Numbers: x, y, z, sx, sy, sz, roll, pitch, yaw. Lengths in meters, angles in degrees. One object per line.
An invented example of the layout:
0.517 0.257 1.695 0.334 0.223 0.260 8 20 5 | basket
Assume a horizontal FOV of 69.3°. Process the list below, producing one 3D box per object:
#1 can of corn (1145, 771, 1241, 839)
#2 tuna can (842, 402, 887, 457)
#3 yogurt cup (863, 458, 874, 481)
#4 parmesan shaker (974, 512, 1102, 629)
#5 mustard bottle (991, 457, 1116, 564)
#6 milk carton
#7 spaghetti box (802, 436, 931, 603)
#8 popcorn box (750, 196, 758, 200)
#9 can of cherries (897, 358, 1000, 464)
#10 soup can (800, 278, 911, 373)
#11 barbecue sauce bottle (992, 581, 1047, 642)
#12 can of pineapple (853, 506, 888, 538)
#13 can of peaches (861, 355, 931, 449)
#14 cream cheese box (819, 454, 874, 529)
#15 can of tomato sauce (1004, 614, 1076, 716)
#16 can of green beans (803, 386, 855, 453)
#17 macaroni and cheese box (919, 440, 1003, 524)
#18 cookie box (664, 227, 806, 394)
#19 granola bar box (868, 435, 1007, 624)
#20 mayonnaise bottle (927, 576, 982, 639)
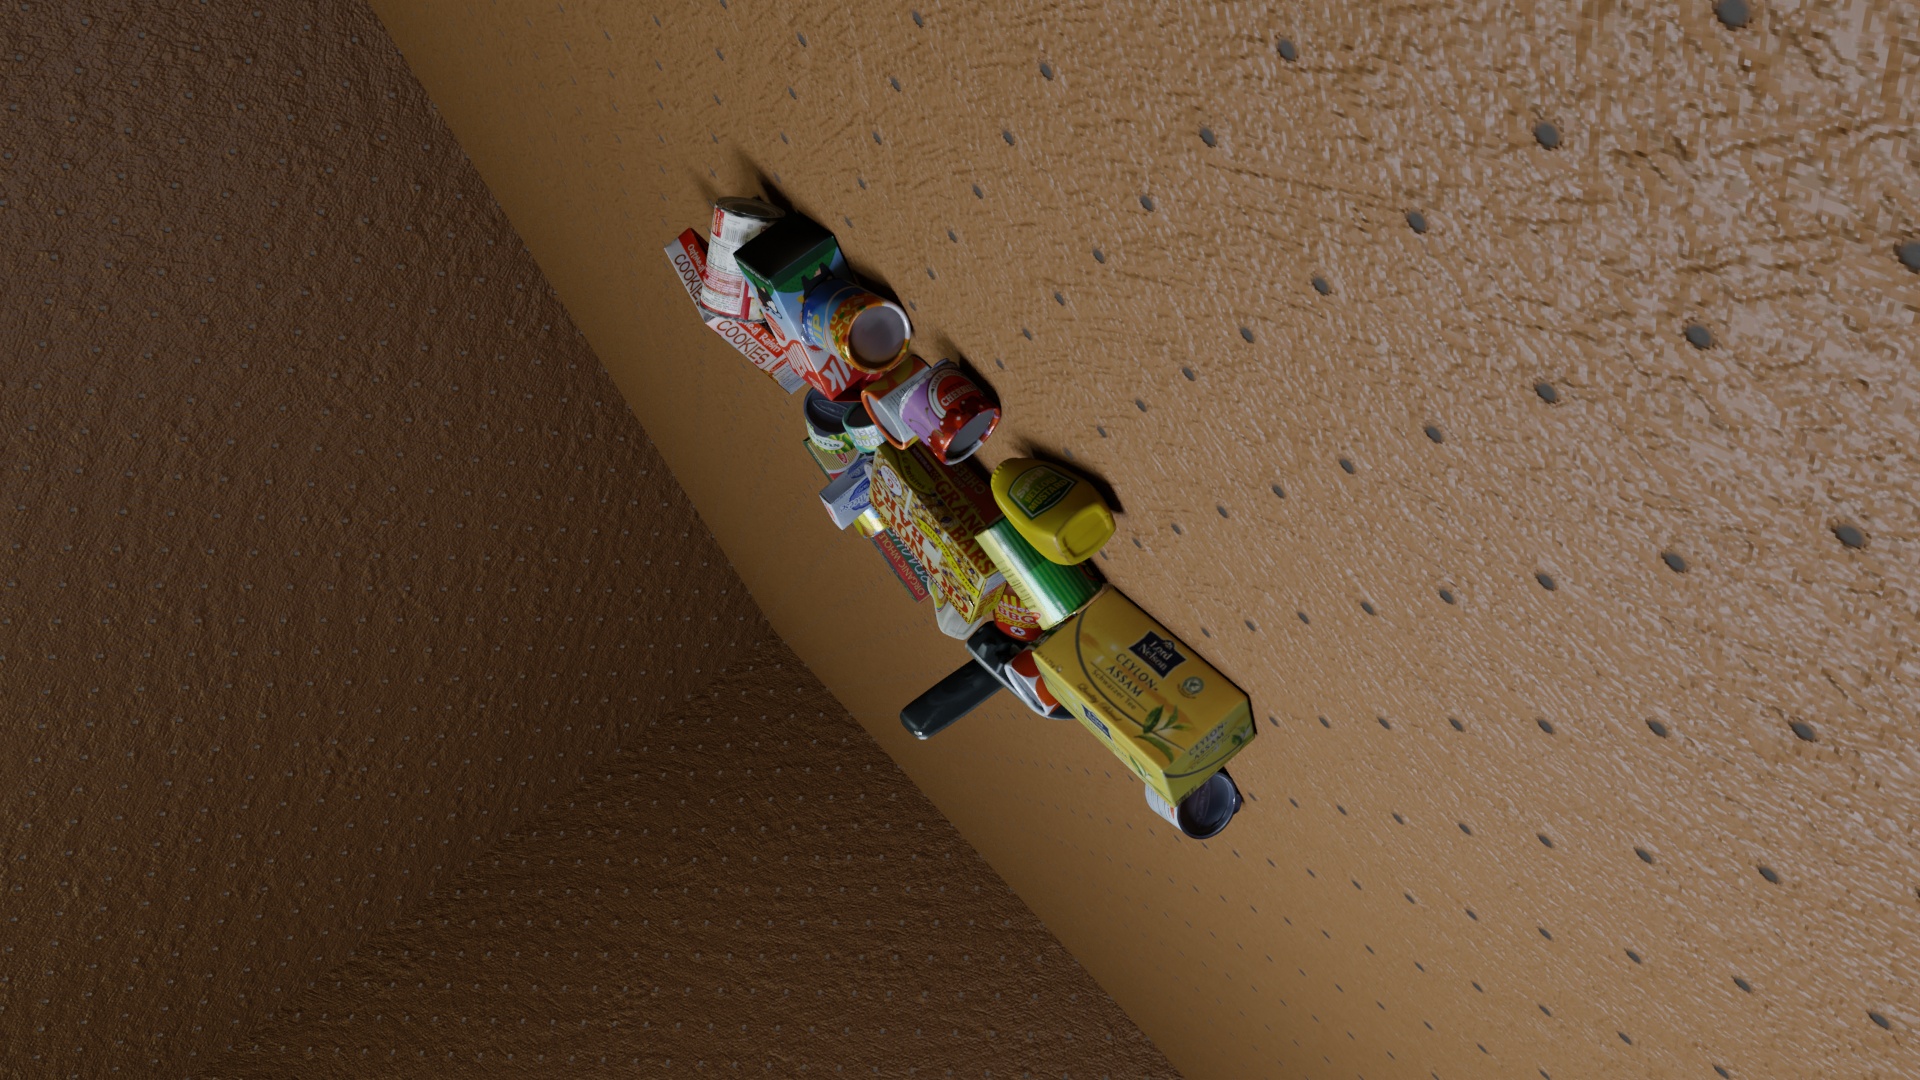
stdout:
0.217 0.237 1.300 0.071 0.071 0.058 58 166 -23 | can of corn
-0.081 -0.116 1.363 0.071 0.071 0.032 35 157 52 | tuna can
-0.060 -0.068 1.454 0.072 0.054 0.072 48 166 16 | yogurt cup
0.069 0.018 1.216 0.103 0.071 0.071 54 167 -3 | parmesan shaker
0.062 -0.033 1.117 0.048 0.065 0.160 56 171 -33 | mustard bottle
-0.131 -0.202 1.298 0.072 0.073 0.189 39 162 41 | milk carton
-0.102 -0.034 1.693 0.249 0.050 0.029 56 168 -17 | spaghetti box
-0.201 -0.285 1.395 0.085 0.038 0.126 52 167 -7 | popcorn box
-0.008 -0.107 1.153 0.058 0.071 0.071 47 166 19 | can of cherries
-0.093 -0.186 1.218 0.084 0.071 0.071 35 158 51 | soup can
0.060 0.047 1.358 0.065 0.044 0.148 17 153 15 | barbecue sauce bottle
-0.104 -0.044 1.636 0.057 0.071 0.071 55 166 -14 | can of pineapple
-0.049 -0.125 1.260 0.071 0.058 0.071 48 166 17 | can of peaches
-0.102 -0.063 1.500 0.024 0.104 0.053 41 163 30 | cream cheese box
0.094 0.120 1.362 0.071 0.083 0.071 48 166 16 | can of tomato sauce
-0.136 -0.134 1.508 0.071 0.071 0.057 49 166 14 | can of green beans
0.005 -0.018 1.396 0.124 0.040 0.165 45 165 24 | macaroni and cheese box
-0.231 -0.242 1.470 0.123 0.040 0.167 57 -171 31 | cookie box
-0.022 -0.011 1.319 0.166 0.039 0.123 51 160 15 | granola bar box
-0.010 0.045 1.521 0.041 0.064 0.149 21 -158 -23 | mayonnaise bottle
